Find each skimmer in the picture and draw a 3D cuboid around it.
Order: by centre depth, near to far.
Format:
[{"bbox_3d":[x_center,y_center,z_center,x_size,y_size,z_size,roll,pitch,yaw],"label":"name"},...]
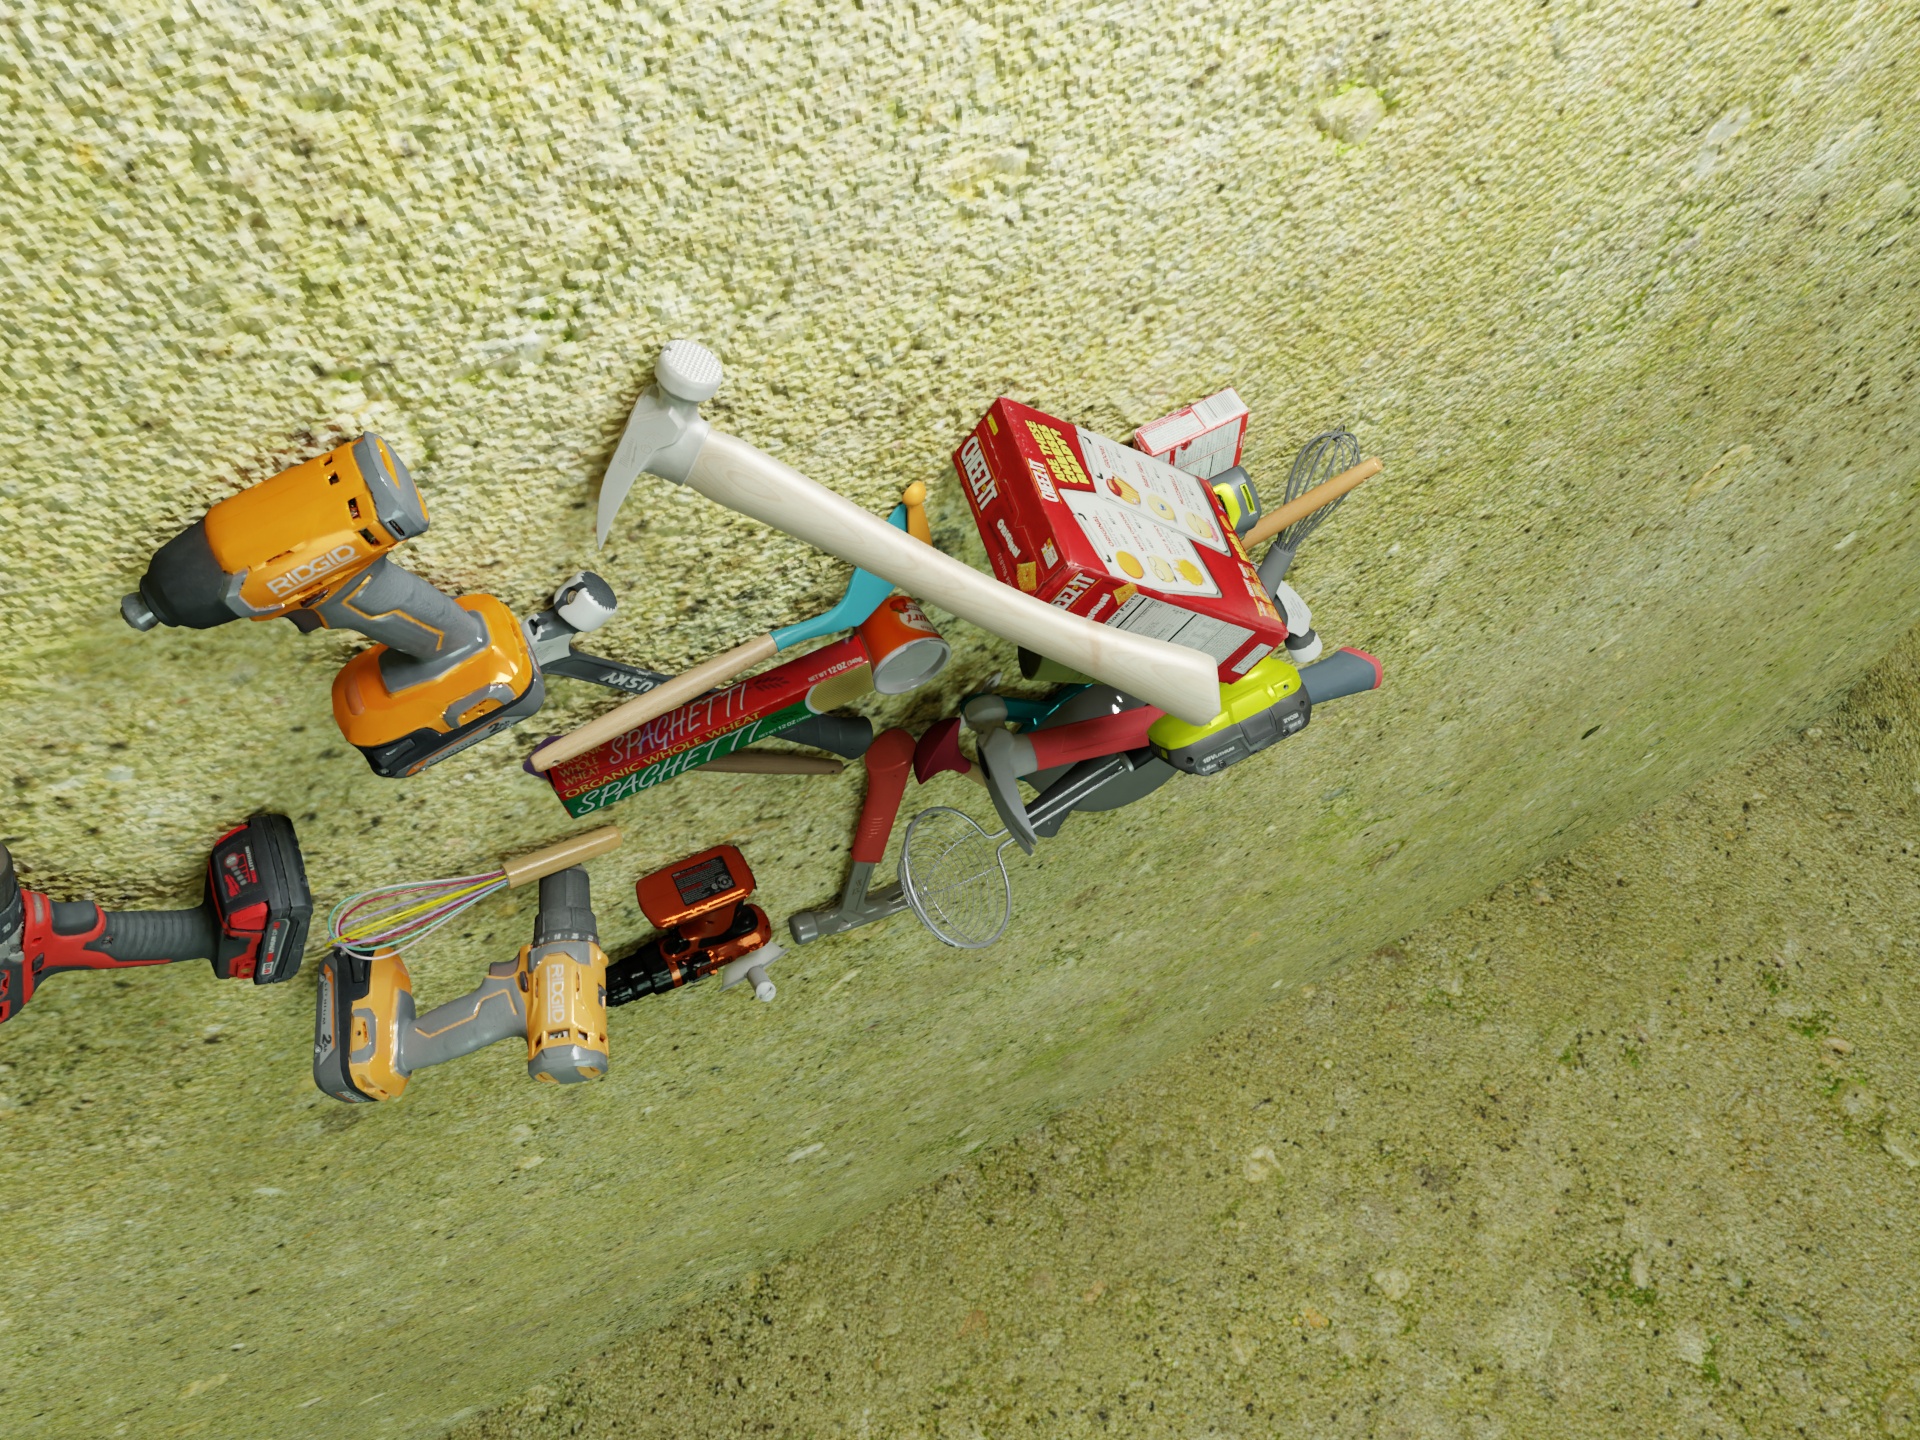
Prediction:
[{"bbox_3d":[0.105,0.067,1.391,0.363,0.127,0.090,-32,-176,-13],"label":"skimmer"}]

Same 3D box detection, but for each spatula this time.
[{"bbox_3d":[-0.160,-0.050,1.120,0.317,0.044,0.082,-29,153,-16],"label":"spatula"},{"bbox_3d":[-0.214,0.034,1.294,0.315,0.018,0.059,4,140,-47],"label":"spatula"},{"bbox_3d":[0.225,-0.134,1.366,0.322,0.041,0.081,-30,156,37],"label":"spatula"}]

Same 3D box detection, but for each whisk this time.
[{"bbox_3d":[-0.387,0.132,1.273,0.245,0.051,0.047,-21,148,-30],"label":"whisk"},{"bbox_3d":[0.280,-0.150,1.380,0.055,0.055,0.238,-7,133,-39],"label":"whisk"}]

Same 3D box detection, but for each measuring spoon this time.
[{"bbox_3d":[-0.028,-0.137,1.170,0.021,0.011,0.116,-42,157,-16],"label":"measuring spoon"},{"bbox_3d":[-0.002,-0.005,1.453,0.034,0.018,0.124,-4,139,-55],"label":"measuring spoon"}]

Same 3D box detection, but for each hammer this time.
[{"bbox_3d":[-0.021,-0.084,0.989,0.410,0.038,0.146,25,131,-16],"label":"hammer"},{"bbox_3d":[-0.194,-0.012,1.211,0.149,0.036,0.408,-38,154,20],"label":"hammer"},{"bbox_3d":[0.204,0.009,1.397,0.386,0.143,0.038,-13,154,-16],"label":"hammer"},{"bbox_3d":[0.183,-0.012,1.469,0.335,0.035,0.146,-41,129,-3],"label":"hammer"},{"bbox_3d":[-0.079,0.115,1.564,0.149,0.037,0.358,-18,153,-23],"label":"hammer"}]

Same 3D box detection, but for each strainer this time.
[{"bbox_3d":[0.121,0.025,1.527,0.211,0.095,0.340,-42,154,25],"label":"strainer"},{"bbox_3d":[-0.205,0.251,1.591,0.087,0.050,0.258,-31,-174,-11],"label":"strainer"}]

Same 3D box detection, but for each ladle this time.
[{"bbox_3d":[0.012,0.047,1.514,0.069,0.031,0.315,-58,160,0],"label":"ladle"}]

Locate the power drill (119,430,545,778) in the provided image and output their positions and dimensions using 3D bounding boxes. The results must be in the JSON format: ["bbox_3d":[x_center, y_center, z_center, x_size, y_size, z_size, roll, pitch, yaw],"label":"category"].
[{"bbox_3d":[-0.354,-0.055,0.916,0.164,0.084,0.226,-27,151,-3],"label":"power drill"}]

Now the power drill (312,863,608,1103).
[{"bbox_3d":[-0.400,0.213,1.299,0.226,0.185,0.084,-9,154,1],"label":"power drill"}]

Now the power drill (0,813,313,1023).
[{"bbox_3d":[-0.553,0.122,1.043,0.226,0.080,0.187,-7,146,-34],"label":"power drill"}]

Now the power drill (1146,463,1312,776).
[{"bbox_3d":[0.176,-0.075,1.299,0.190,0.228,0.080,-26,-164,-8],"label":"power drill"}]
